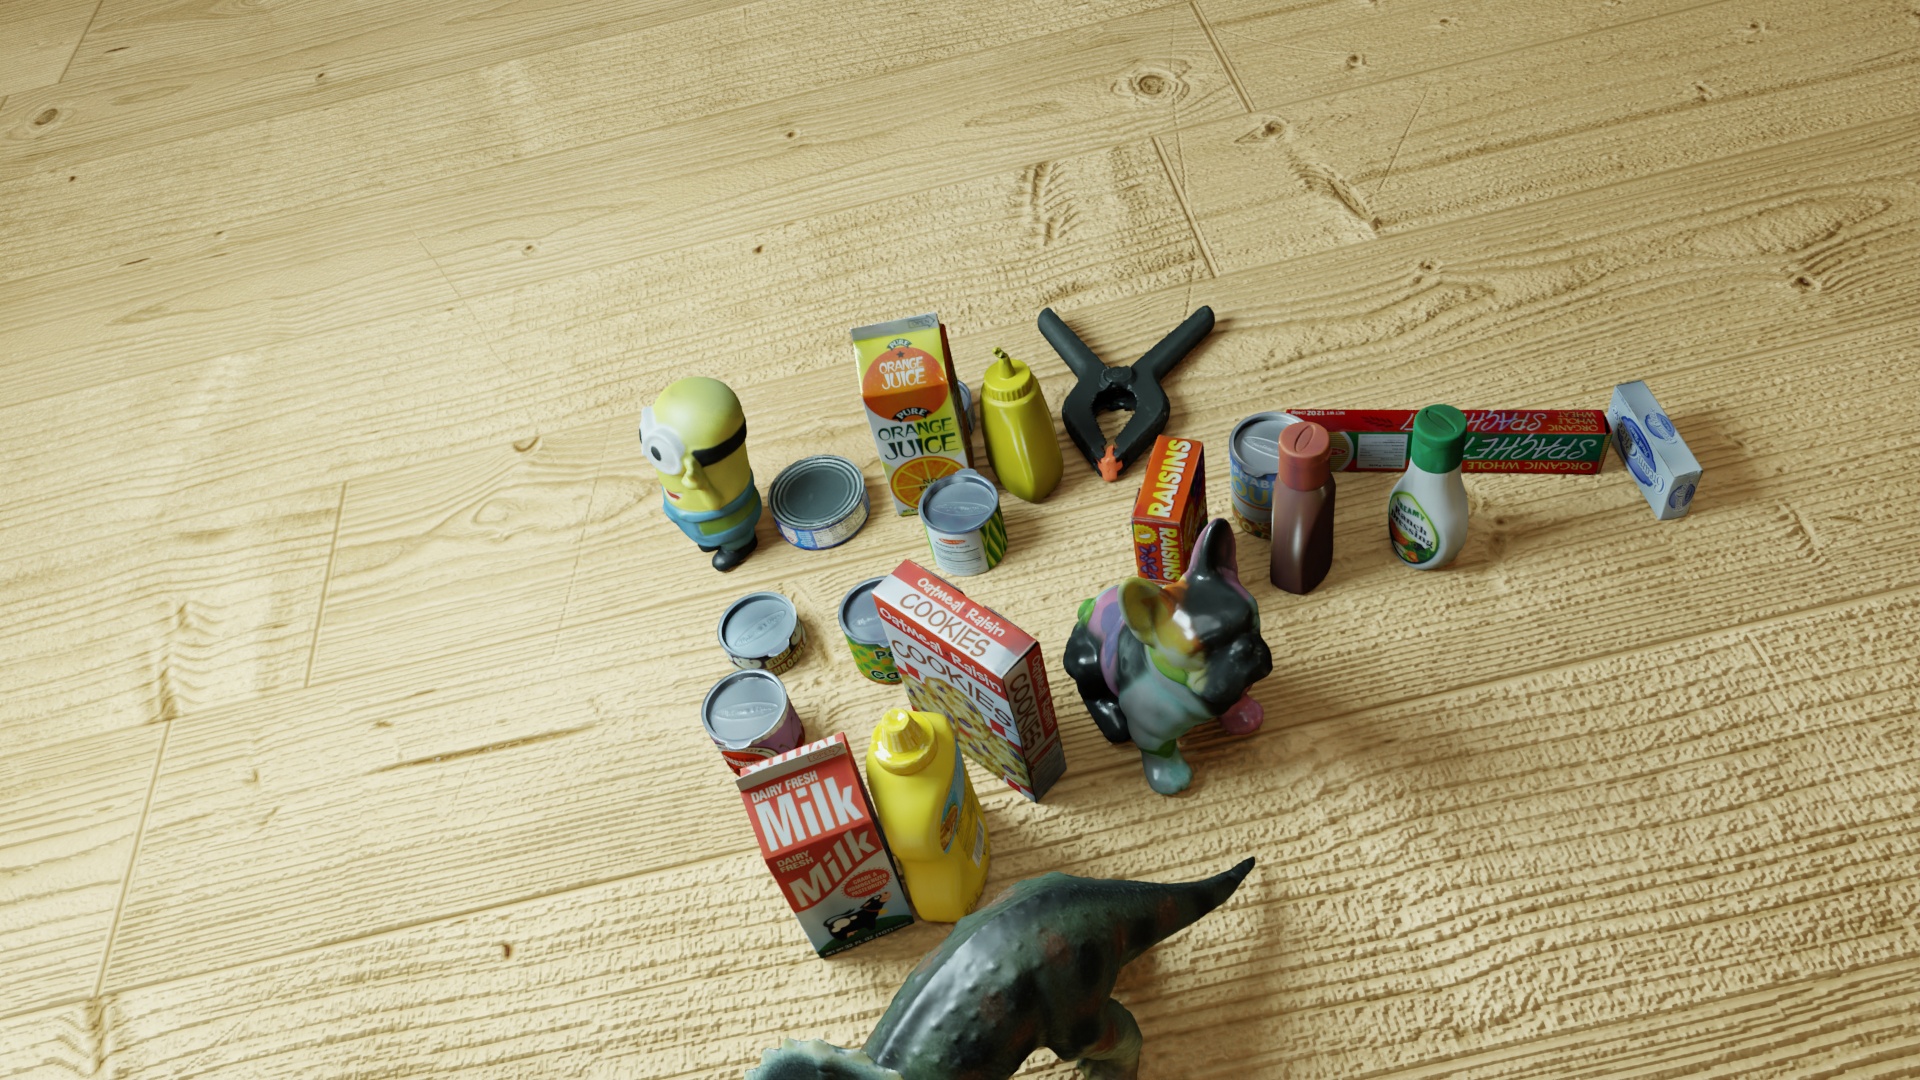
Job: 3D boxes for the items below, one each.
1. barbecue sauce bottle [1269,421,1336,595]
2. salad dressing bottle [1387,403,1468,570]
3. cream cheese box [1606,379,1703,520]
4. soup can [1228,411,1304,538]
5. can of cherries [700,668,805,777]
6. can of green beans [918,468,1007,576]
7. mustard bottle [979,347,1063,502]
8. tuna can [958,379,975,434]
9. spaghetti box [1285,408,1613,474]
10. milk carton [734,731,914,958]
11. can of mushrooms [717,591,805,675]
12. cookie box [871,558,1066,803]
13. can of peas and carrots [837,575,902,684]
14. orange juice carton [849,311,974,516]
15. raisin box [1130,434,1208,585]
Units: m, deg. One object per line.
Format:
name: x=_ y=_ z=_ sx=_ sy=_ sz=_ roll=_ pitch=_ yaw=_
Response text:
barbecue sauce bottle: x=0.259 y=-0.026 z=1.048 sx=0.044 sy=0.147 sz=0.065 roll=20 pitch=58 yaw=27
salad dressing bottle: x=0.352 y=-0.039 z=1.039 sx=0.044 sy=0.147 sz=0.064 roll=-30 pitch=51 yaw=-13
cream cheese box: x=0.541 y=-0.071 z=1.087 sx=0.024 sy=0.053 sz=0.104 roll=-12 pitch=49 yaw=3
soup can: x=0.248 y=-0.050 z=1.113 sx=0.071 sy=0.083 sz=0.072 roll=-6 pitch=49 yaw=7
can of cherries: x=-0.157 y=0.142 z=1.054 sx=0.071 sy=0.058 sz=0.072 roll=-6 pitch=49 yaw=7
can of green beans: x=0.003 y=-0.013 z=1.151 sx=0.071 sy=0.057 sz=0.071 roll=-6 pitch=49 yaw=7
mustard bottle: x=0.047 y=-0.101 z=1.149 sx=0.049 sy=0.159 sz=0.065 roll=-40 pitch=53 yaw=-20
tuna can: x=-0.023 y=-0.114 z=1.259 sx=0.071 sy=0.032 sz=0.071 roll=-6 pitch=49 yaw=7
spaghetti box: x=0.391 y=-0.080 z=1.130 sx=0.250 sy=0.050 sz=0.029 roll=1 pitch=51 yaw=13
milk carton: x=-0.089 y=0.193 z=0.910 sx=0.072 sy=0.189 sz=0.074 roll=-20 pitch=49 yaw=-5
can of mushrooms: x=-0.160 y=0.078 z=1.125 sx=0.071 sy=0.033 sz=0.071 roll=-6 pitch=49 yaw=7
cookie box: x=0.009 y=0.100 z=0.982 sx=0.123 sy=0.166 sz=0.040 roll=30 pitch=62 yaw=32
can of peas and carrots: x=-0.057 y=0.073 z=1.091 sx=0.071 sy=0.058 sz=0.071 roll=-6 pitch=49 yaw=7
orange juice carton: x=-0.037 y=-0.111 z=1.154 sx=0.072 sy=0.191 sz=0.073 roll=-9 pitch=49 yaw=5
raisin box: x=0.163 y=-0.008 z=1.069 sx=0.040 sy=0.122 sz=0.086 roll=9 pitch=53 yaw=19
